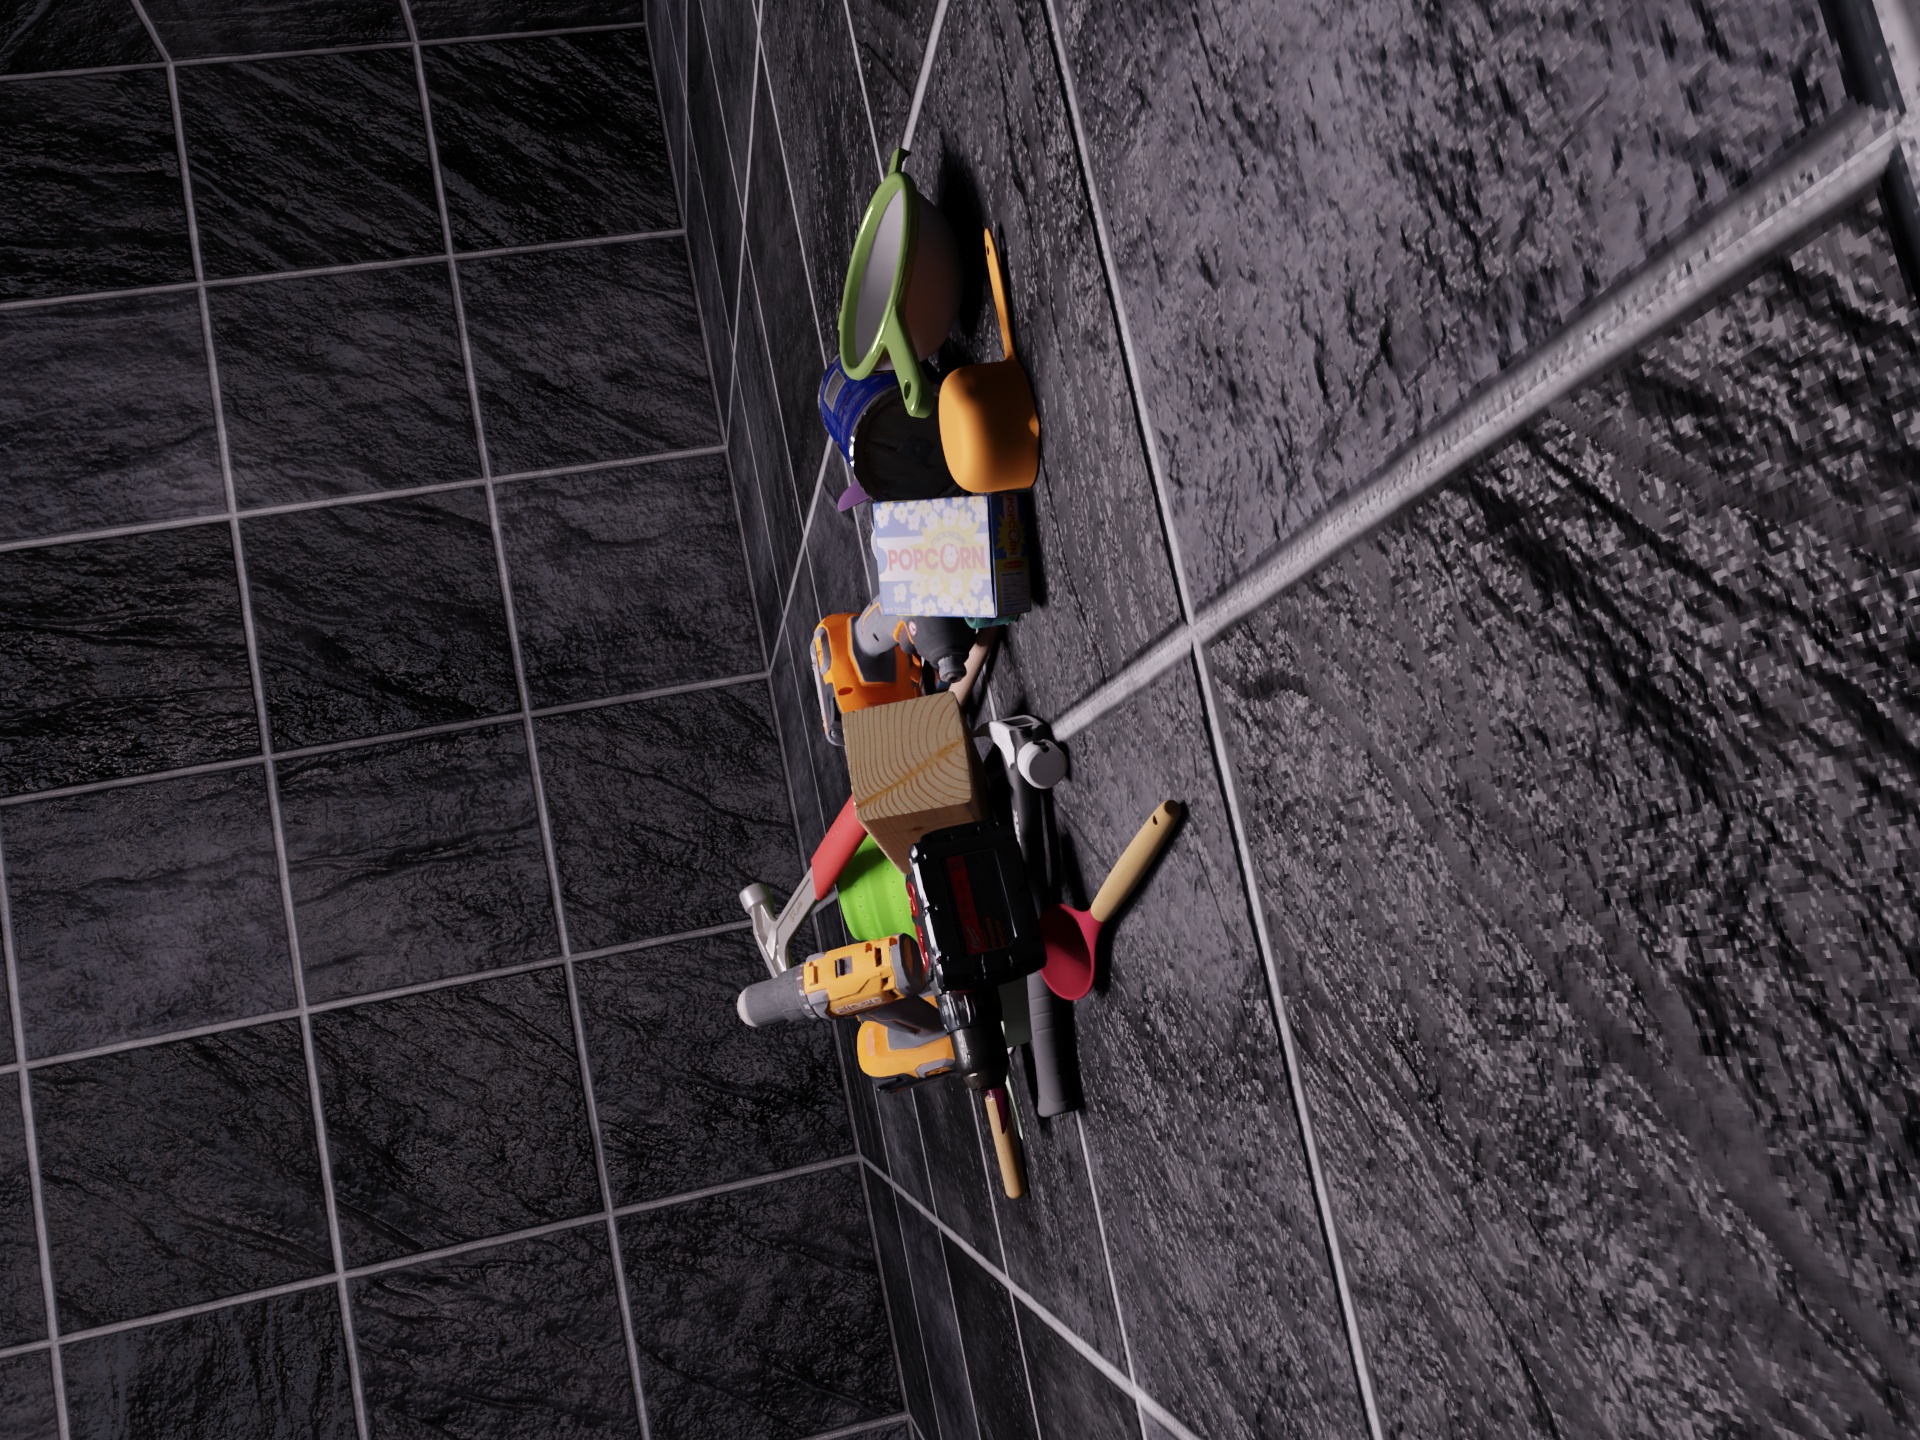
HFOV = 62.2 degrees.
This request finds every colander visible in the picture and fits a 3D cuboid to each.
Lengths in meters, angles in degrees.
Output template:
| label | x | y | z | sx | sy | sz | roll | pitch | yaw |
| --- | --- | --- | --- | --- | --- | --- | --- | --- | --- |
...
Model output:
| label | x | y | z | sx | sy | sz | roll | pitch | yaw |
| --- | --- | --- | --- | --- | --- | --- | --- | --- | --- |
| colander | -0.093 | 0.089 | 1.580 | 0.205 | 0.094 | 0.396 | -100 | -4 | -65 |

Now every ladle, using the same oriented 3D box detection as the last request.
| label | x | y | z | sx | sy | sz | roll | pitch | yaw |
| --- | --- | --- | --- | --- | --- | --- | --- | --- | --- |
| ladle | 0.095 | 0.114 | 1.029 | 0.315 | 0.031 | 0.069 | 109 | 140 | -64 |

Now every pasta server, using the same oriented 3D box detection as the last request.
| label | x | y | z | sx | sy | sz | roll | pitch | yaw |
| --- | --- | --- | --- | --- | --- | --- | --- | --- | --- |
| pasta server | -0.002 | -0.004 | 1.367 | 0.040 | 0.060 | 0.316 | 33 | 150 | 4 |

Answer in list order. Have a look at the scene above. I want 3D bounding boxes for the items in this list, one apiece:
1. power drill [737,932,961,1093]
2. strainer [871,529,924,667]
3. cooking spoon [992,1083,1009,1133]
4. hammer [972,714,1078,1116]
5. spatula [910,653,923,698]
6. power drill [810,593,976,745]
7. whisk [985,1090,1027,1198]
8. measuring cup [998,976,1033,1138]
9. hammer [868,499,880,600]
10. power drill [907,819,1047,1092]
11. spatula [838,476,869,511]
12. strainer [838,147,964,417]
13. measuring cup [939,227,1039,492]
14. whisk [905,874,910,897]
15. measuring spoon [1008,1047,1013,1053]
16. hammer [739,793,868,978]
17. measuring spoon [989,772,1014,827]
| label | x | y | z | sx | sy | sz | roll | pitch | yaw |
| --- | --- | --- | --- | --- | --- | --- | --- | --- | --- |
| power drill | -0.095 | 0.292 | 1.562 | 0.226 | 0.185 | 0.084 | 54 | -157 | -51 |
| strainer | -0.031 | -0.097 | 1.430 | 0.087 | 0.050 | 0.258 | 21 | 141 | 24 |
| cooking spoon | 0.020 | 0.209 | 1.433 | 0.068 | 0.017 | 0.319 | 62 | -160 | -77 |
| hammer | 0.058 | 0.156 | 1.225 | 0.146 | 0.035 | 0.334 | -133 | 35 | -69 |
| spatula | -0.051 | -0.014 | 1.597 | 0.322 | 0.041 | 0.081 | 98 | 180 | -61 |
| power drill | -0.051 | -0.064 | 1.319 | 0.226 | 0.084 | 0.164 | 127 | 137 | -53 |
| whisk | 0.026 | 0.339 | 1.523 | 0.051 | 0.047 | 0.245 | -175 | 72 | -77 |
| measuring cup | 0.052 | 0.281 | 1.366 | 0.083 | 0.038 | 0.167 | -136 | 33 | -72 |
| hammer | -0.076 | -0.095 | 1.609 | 0.408 | 0.036 | 0.149 | 94 | 164 | -61 |
| power drill | 0.008 | 0.183 | 1.220 | 0.226 | 0.080 | 0.188 | 105 | 152 | -71 |
| spatula | -0.093 | -0.241 | 1.551 | 0.018 | 0.060 | 0.316 | 62 | -176 | -17 |
| strainer | -0.026 | -0.284 | 1.128 | 0.257 | 0.069 | 0.151 | -105 | 31 | -46 |
| measuring cup | 0.010 | -0.239 | 1.070 | 0.095 | 0.052 | 0.173 | -139 | 38 | -72 |
| whisk | -0.023 | 0.112 | 1.487 | 0.239 | 0.055 | 0.055 | -91 | -2 | -61 |
| measuring spoon | 0.042 | 0.277 | 1.446 | 0.124 | 0.018 | 0.034 | 97 | 159 | -55 |
| hammer | -0.120 | 0.140 | 1.526 | 0.149 | 0.036 | 0.359 | 60 | 139 | 24 |
| measuring spoon | 0.037 | 0.102 | 1.311 | 0.042 | 0.021 | 0.128 | -121 | 25 | -61 |
